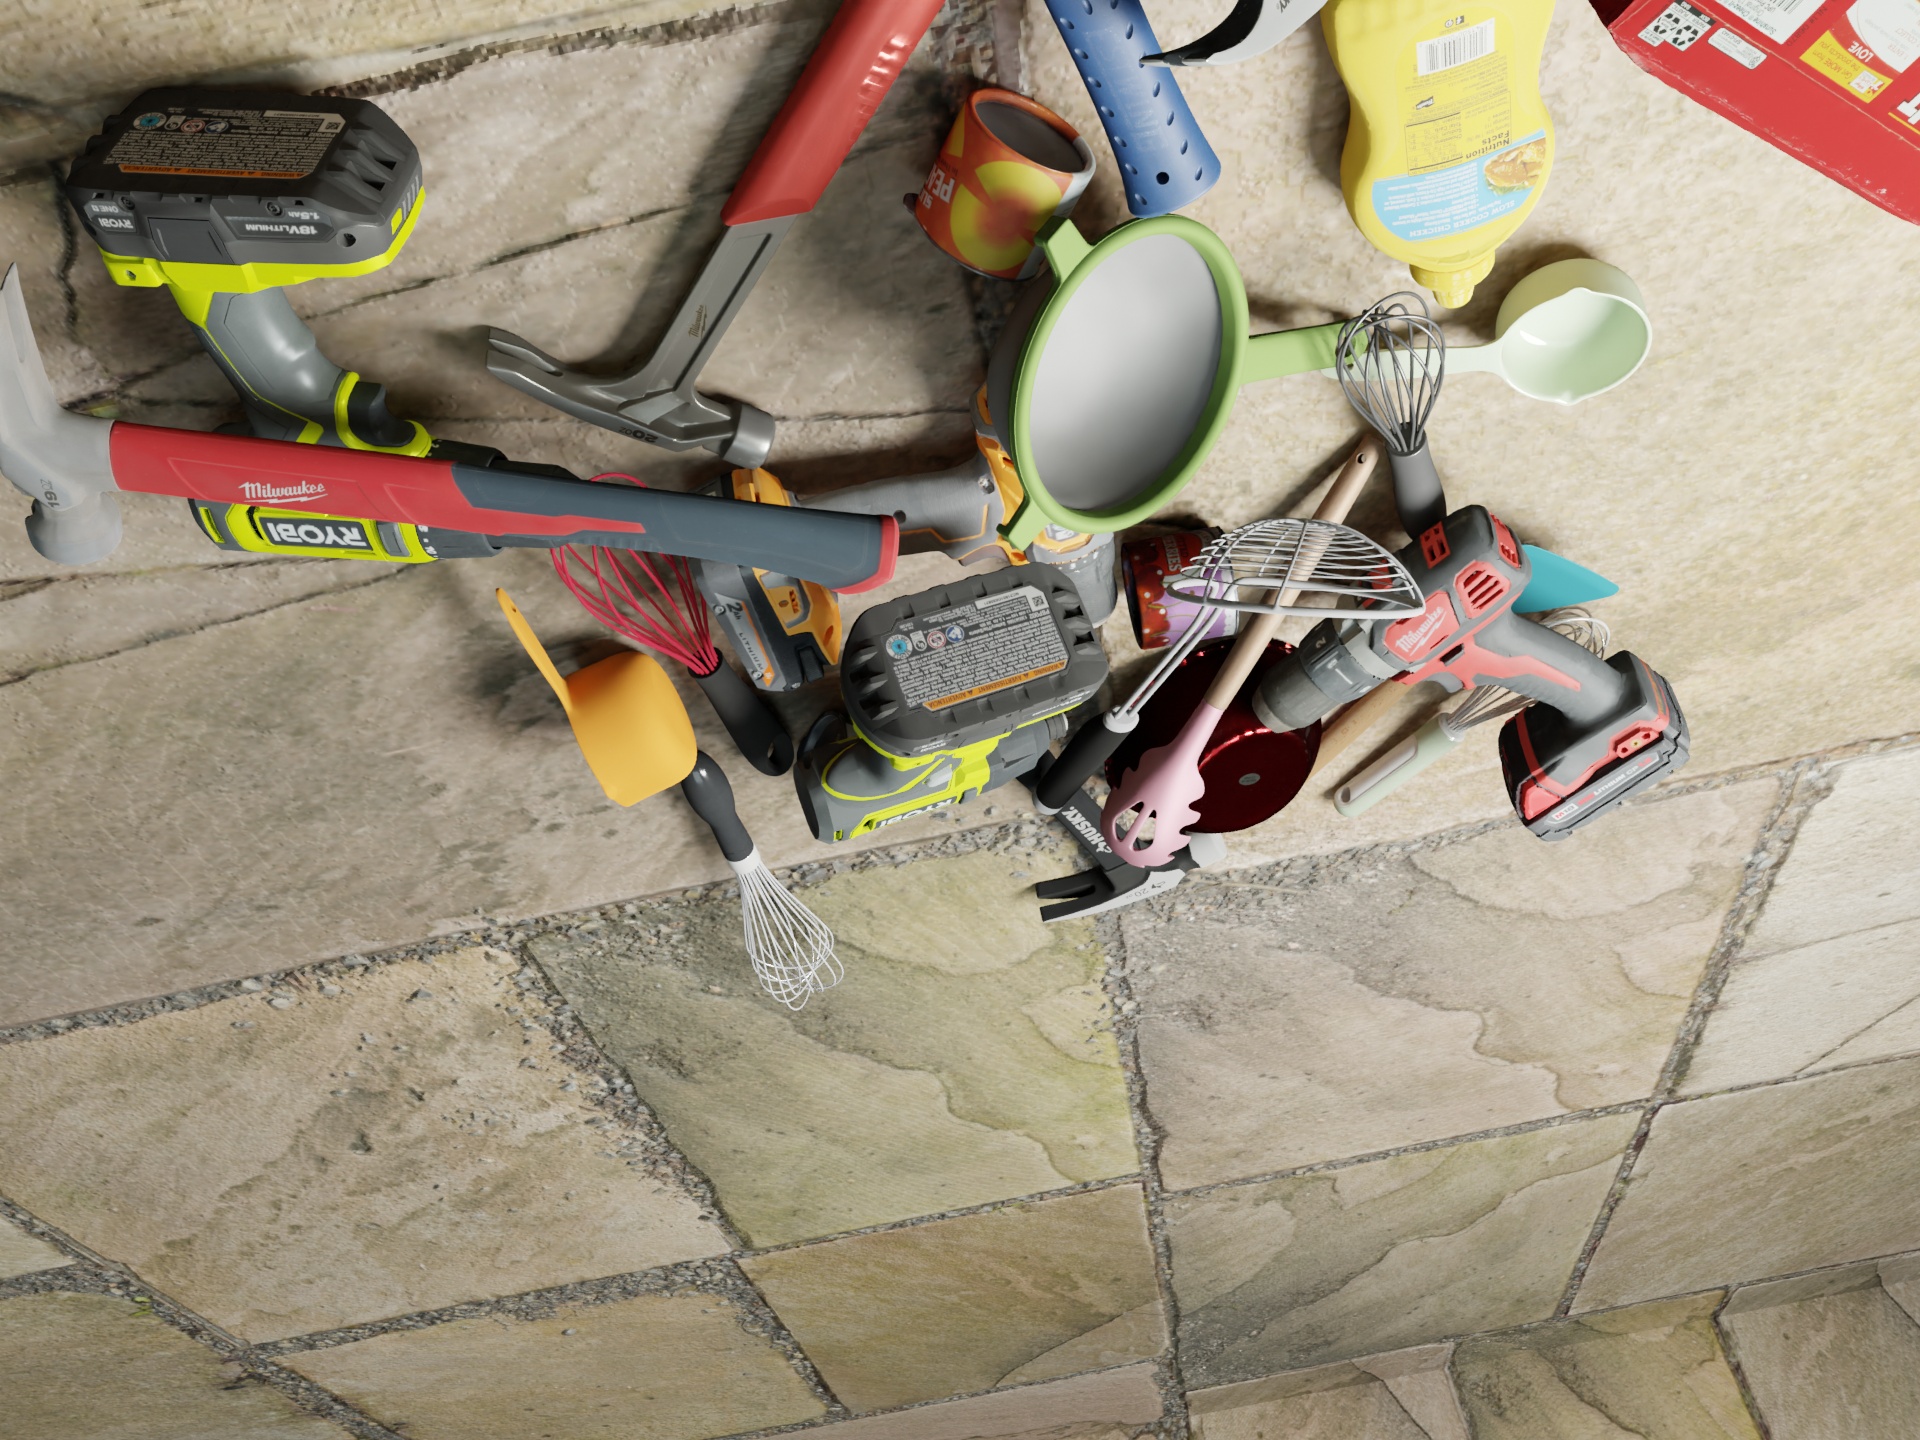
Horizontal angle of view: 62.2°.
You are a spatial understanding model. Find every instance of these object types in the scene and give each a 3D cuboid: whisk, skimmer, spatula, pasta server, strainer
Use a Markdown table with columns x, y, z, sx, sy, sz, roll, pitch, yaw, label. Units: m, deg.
| x | y | z | sx | sy | sz | roll | pitch | yaw | label |
| --- | --- | --- | --- | --- | --- | --- | --- | --- | --- |
| -0.145 | 0.116 | 1.135 | 0.070 | 0.070 | 0.284 | -13 | 137 | 4 | whisk |
| 0.124 | -0.004 | 0.910 | 0.127 | 0.090 | 0.363 | -2 | 153 | -24 | skimmer |
| 0.294 | -0.017 | 1.073 | 0.082 | 0.044 | 0.317 | 19 | 134 | -22 | spatula |
| 0.346 | 0.000 | 1.103 | 0.059 | 0.058 | 0.246 | 17 | 138 | -27 | whisk |
| -0.158 | -0.044 | 0.934 | 0.073 | 0.073 | 0.295 | -17 | 146 | 8 | whisk |
| 0.171 | -0.034 | 0.975 | 0.060 | 0.040 | 0.316 | 34 | 113 | 13 | pasta server |
| 0.102 | -0.183 | 0.787 | 0.256 | 0.069 | 0.151 | -18 | 127 | -38 | strainer |
| 0.246 | -0.156 | 0.874 | 0.055 | 0.055 | 0.238 | -21 | 153 | 13 | whisk |

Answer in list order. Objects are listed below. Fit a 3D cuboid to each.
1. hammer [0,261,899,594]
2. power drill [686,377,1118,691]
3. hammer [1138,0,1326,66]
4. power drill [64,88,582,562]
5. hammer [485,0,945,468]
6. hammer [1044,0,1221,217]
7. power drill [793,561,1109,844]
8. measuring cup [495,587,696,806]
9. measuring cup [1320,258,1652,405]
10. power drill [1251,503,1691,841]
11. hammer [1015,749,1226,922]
| x | y | z | sx | sy | sz | roll | pitch | yaw | label |
| --- | --- | --- | --- | --- | --- | --- | --- | --- | --- |
| -0.216 | -0.110 | 0.709 | 0.386 | 0.038 | 0.143 | 5 | 141 | -13 | hammer |
| -0.020 | -0.092 | 0.891 | 0.226 | 0.084 | 0.185 | -19 | 142 | 4 | power drill |
| 0.059 | -0.409 | 0.508 | 0.036 | 0.149 | 0.408 | 16 | 149 | 37 | hammer |
| -0.280 | -0.161 | 0.729 | 0.190 | 0.080 | 0.228 | 4 | 142 | 4 | power drill |
| -0.077 | -0.259 | 0.705 | 0.149 | 0.037 | 0.359 | 17 | 134 | -30 | hammer |
| 0.003 | -0.356 | 0.554 | 0.144 | 0.035 | 0.405 | -22 | 131 | 18 | hammer |
| -0.001 | -0.003 | 0.900 | 0.171 | 0.080 | 0.223 | -18 | 165 | -15 | power drill |
| -0.207 | -0.024 | 0.924 | 0.052 | 0.095 | 0.173 | -22 | 136 | 2 | measuring cup |
| 0.279 | -0.207 | 0.854 | 0.167 | 0.038 | 0.083 | -2 | 145 | 17 | measuring cup |
| 0.313 | -0.015 | 0.986 | 0.226 | 0.080 | 0.188 | 32 | 127 | -24 | power drill |
| 0.055 | 0.043 | 1.101 | 0.146 | 0.035 | 0.334 | -26 | 138 | 18 | hammer |
